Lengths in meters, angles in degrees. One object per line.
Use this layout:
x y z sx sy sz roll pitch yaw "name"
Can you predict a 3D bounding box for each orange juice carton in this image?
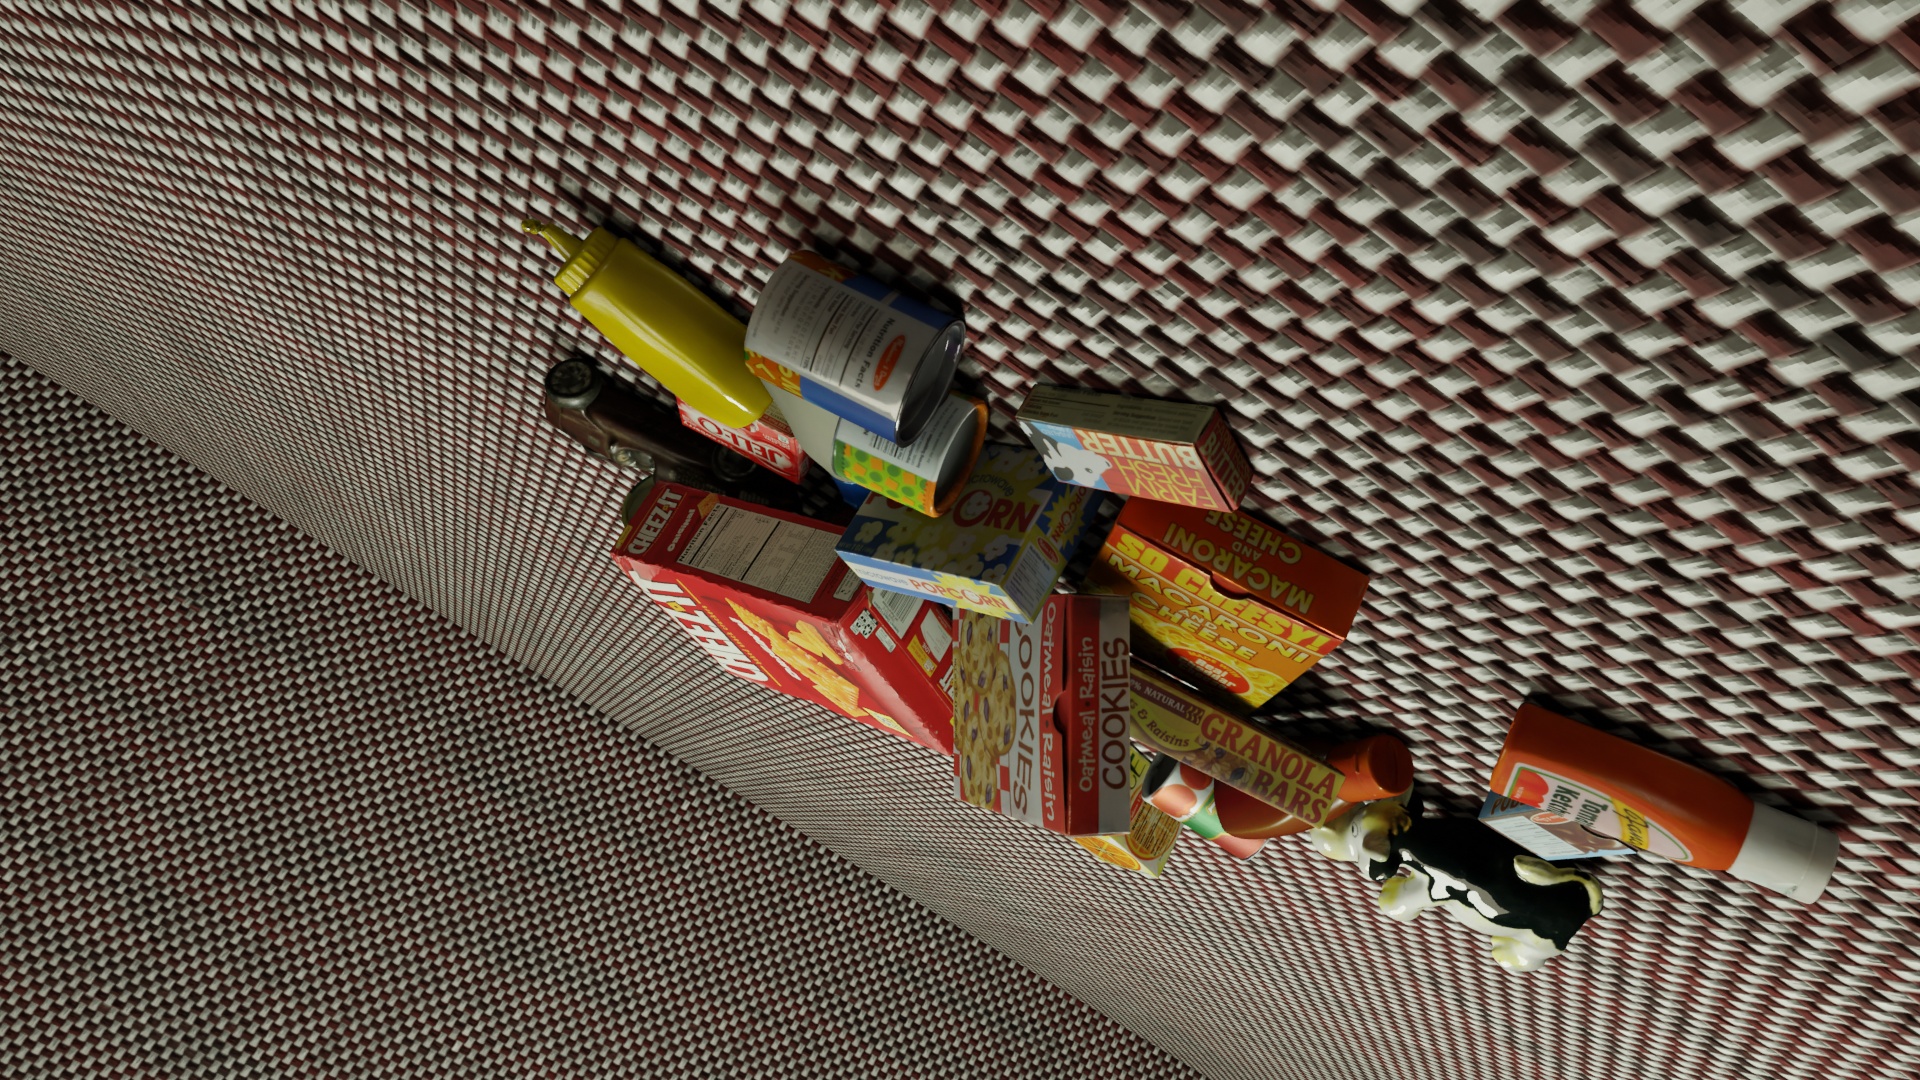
0.099 0.192 1.124 0.072 0.073 0.192 4 148 50 "orange juice carton"

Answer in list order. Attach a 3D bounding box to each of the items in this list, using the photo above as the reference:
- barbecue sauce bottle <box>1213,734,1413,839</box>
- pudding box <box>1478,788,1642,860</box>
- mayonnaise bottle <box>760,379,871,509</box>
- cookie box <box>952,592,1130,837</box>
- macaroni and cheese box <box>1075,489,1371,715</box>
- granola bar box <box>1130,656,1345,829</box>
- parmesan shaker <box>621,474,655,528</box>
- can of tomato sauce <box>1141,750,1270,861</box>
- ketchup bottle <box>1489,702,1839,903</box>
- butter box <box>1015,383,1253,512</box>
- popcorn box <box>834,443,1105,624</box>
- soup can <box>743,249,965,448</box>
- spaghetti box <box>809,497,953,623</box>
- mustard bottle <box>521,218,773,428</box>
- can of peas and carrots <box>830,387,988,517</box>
0.220 0.151 0.878 0.044 0.065 0.148 12 159 -24 "barbecue sauce bottle"
0.330 0.149 0.760 0.049 0.030 0.083 32 160 -1 "pudding box"
-0.068 -0.066 0.778 0.065 0.041 0.147 26 162 23 "mayonnaise bottle"
0.040 0.092 0.775 0.040 0.123 0.167 1 176 -21 "cookie box"
0.129 0.033 0.741 0.124 0.040 0.166 28 161 5 "macaroni and cheese box"
0.132 0.106 0.838 0.165 0.039 0.124 27 -179 -18 "granola bar box"
-0.217 0.000 1.102 0.071 0.071 0.102 21 158 23 "parmesan shaker"
0.180 0.175 0.980 0.083 0.071 0.071 32 160 -3 "can of tomato sauce"
0.339 0.128 0.675 0.149 0.044 0.064 21 157 22 "ketchup bottle"
0.080 -0.044 0.648 0.103 0.024 0.053 13 154 39 "butter box"
0.003 -0.009 0.748 0.127 0.085 0.038 11 151 42 "popcorn box"
-0.049 -0.090 0.655 0.084 0.071 0.071 27 160 11 "soup can"
-0.018 0.068 0.981 0.050 0.029 0.249 19 150 56 "spaghetti box"
-0.170 -0.126 0.762 0.160 0.049 0.065 39 160 -24 "mustard bottle"
-0.025 -0.052 0.714 0.059 0.071 0.070 24 159 14 "can of peas and carrots"
